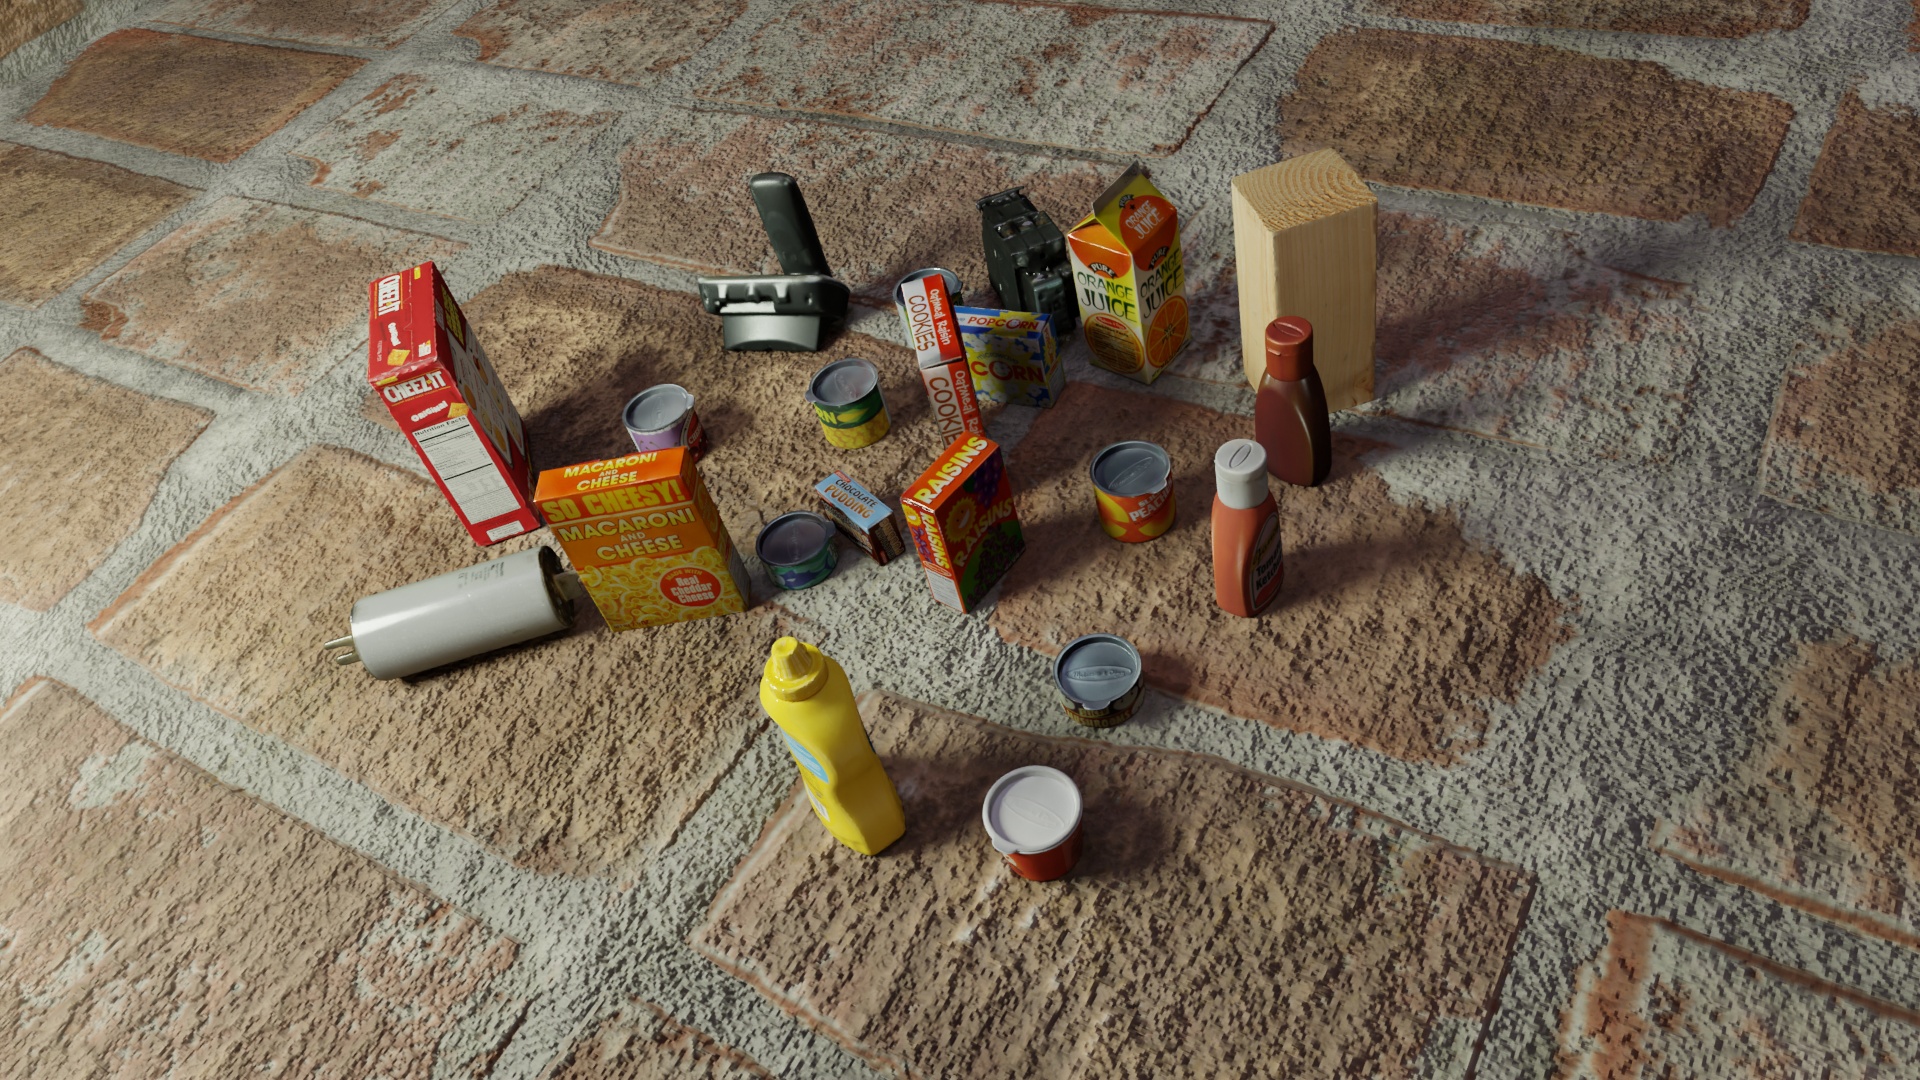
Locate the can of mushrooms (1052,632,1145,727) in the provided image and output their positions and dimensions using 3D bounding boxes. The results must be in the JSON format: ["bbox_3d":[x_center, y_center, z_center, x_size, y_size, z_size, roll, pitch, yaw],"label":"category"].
[{"bbox_3d":[0.104,0.106,1.037,0.071,0.033,0.071,-8,46,8],"label":"can of mushrooms"}]

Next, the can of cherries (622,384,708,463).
[{"bbox_3d":[-0.279,-0.106,1.330,0.071,0.058,0.072,-8,46,8],"label":"can of cherries"}]

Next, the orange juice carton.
[{"bbox_3d":[0.150,-0.241,1.245,0.073,0.191,0.072,25,58,34],"label":"orange juice carton"}]

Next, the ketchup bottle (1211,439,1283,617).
[{"bbox_3d":[0.213,-0.011,1.038,0.043,0.148,0.065,22,57,32],"label":"ketchup bottle"}]

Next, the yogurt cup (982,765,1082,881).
[{"bbox_3d":[0.053,0.196,0.951,0.072,0.053,0.073,-8,46,8],"label":"yogurt cup"}]

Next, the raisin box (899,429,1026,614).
[{"bbox_3d":[0.004,-0.014,1.117,0.040,0.122,0.086,25,58,33],"label":"raisin box"}]

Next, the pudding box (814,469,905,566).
[{"bbox_3d":[-0.087,-0.020,1.200,0.030,0.049,0.084,-36,48,-18],"label":"pudding box"}]

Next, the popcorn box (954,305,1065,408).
[{"bbox_3d":[0.027,-0.172,1.288,0.127,0.084,0.038,9,51,23],"label":"popcorn box"}]

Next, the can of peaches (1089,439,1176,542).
[{"bbox_3d":[0.145,-0.039,1.148,0.071,0.057,0.071,-8,46,8],"label":"can of peaches"}]

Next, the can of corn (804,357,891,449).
[{"bbox_3d":[-0.105,-0.127,1.301,0.071,0.058,0.071,-8,46,8],"label":"can of corn"}]

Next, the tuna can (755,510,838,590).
[{"bbox_3d":[-0.138,0.008,1.199,0.071,0.032,0.071,-8,46,8],"label":"tuna can"}]

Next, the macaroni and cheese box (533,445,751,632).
[{"bbox_3d":[-0.258,0.001,1.145,0.124,0.165,0.040,-10,46,7],"label":"macaroni and cheese box"}]

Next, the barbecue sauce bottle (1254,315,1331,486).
[{"bbox_3d":[0.267,-0.112,1.120,0.044,0.147,0.065,-39,49,-21],"label":"barbecue sauce bottle"}]

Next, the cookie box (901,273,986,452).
[{"bbox_3d":[-0.006,-0.127,1.197,0.040,0.166,0.123,-15,45,2],"label":"cookie box"}]

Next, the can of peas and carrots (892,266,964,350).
[{"bbox_3d":[-0.026,-0.228,1.376,0.071,0.058,0.071,-8,46,8],"label":"can of peas and carrots"}]
